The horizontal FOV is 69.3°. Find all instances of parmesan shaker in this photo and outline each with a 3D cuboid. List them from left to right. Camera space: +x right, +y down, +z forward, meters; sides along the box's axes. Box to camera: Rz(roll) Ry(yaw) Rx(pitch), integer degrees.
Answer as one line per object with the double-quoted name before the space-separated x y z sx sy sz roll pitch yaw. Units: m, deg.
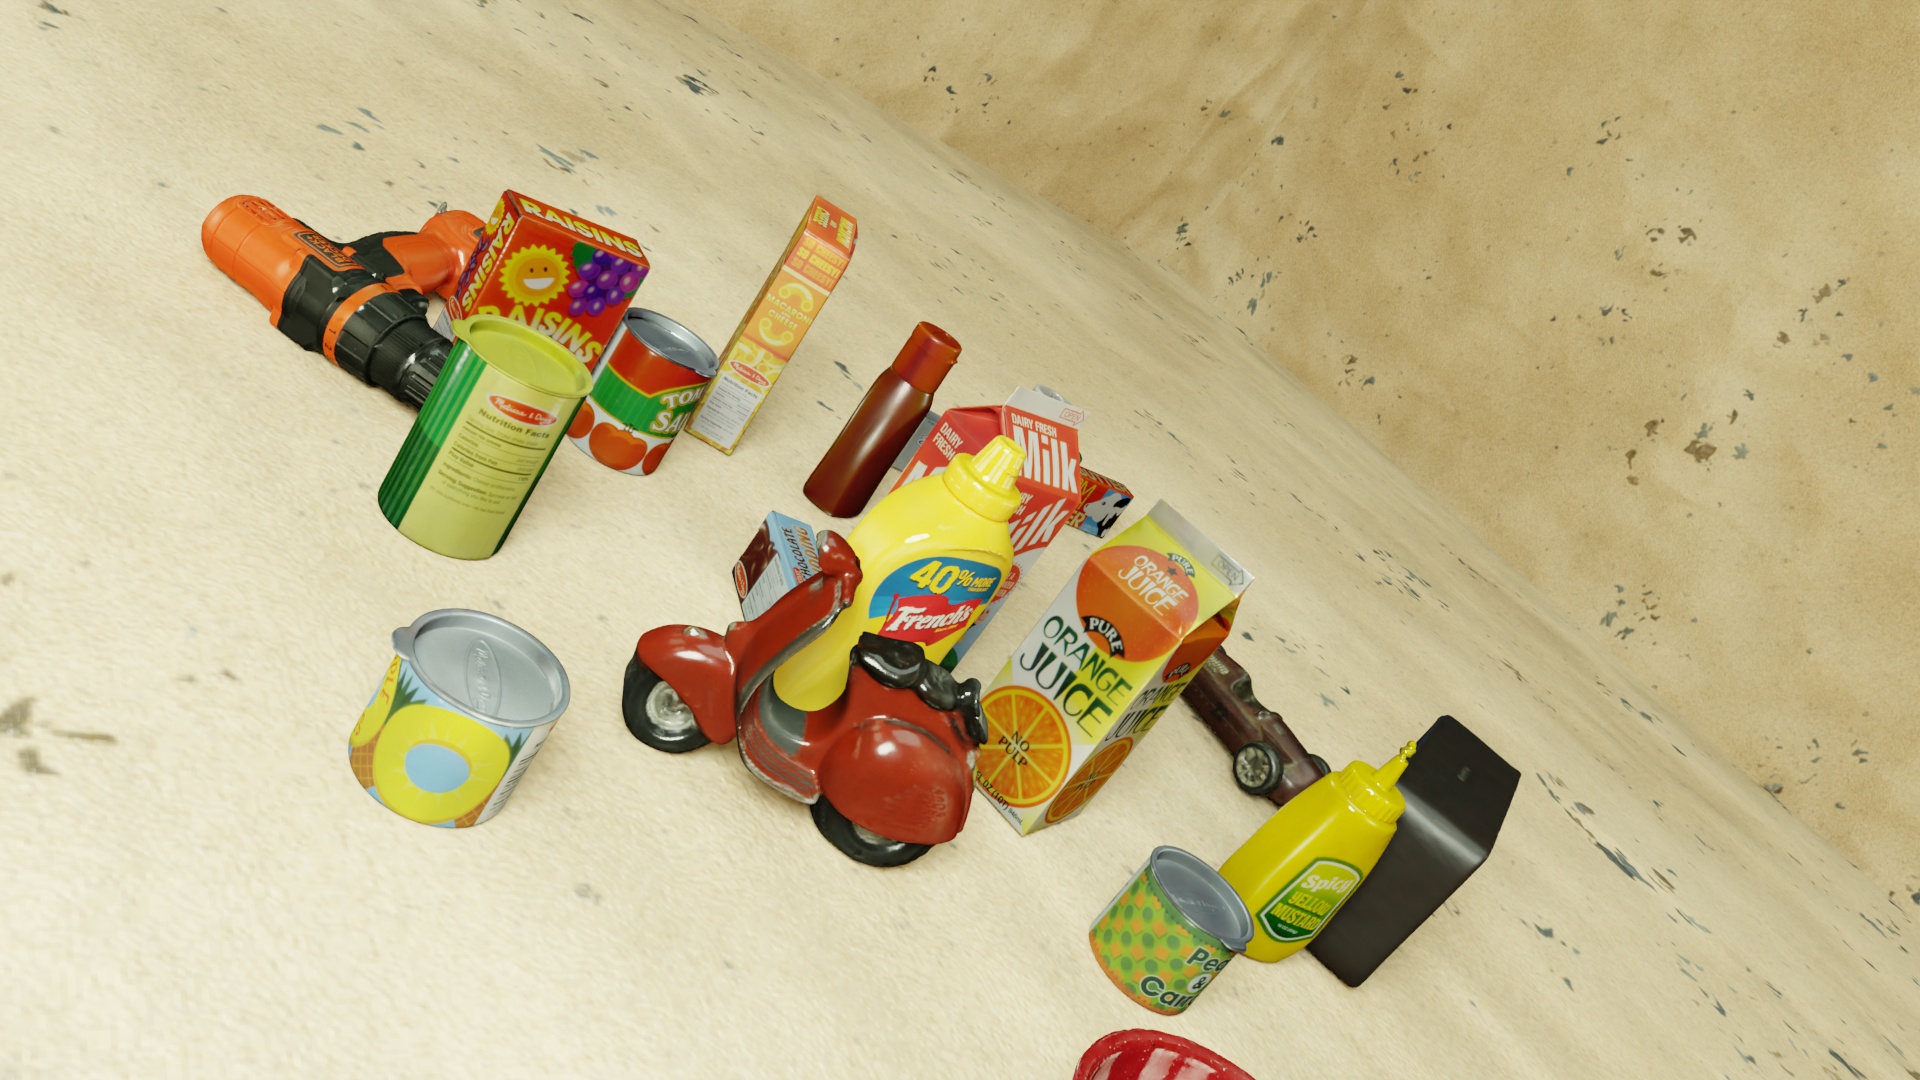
"parmesan shaker" -0.236 -0.051 0.680 0.071 0.102 0.071 31 20 -13

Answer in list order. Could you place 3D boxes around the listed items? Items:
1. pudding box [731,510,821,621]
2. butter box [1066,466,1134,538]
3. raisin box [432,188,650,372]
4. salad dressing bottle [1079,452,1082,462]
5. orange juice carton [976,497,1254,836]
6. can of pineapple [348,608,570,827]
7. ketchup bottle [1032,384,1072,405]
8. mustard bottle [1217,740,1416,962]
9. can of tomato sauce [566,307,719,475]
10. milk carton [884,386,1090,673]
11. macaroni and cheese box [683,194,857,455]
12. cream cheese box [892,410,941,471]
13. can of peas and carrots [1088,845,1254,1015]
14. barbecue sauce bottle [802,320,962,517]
"pudding box" -0.102 0.026 0.800 0.030 0.049 0.084 23 23 -31
"butter box" 0.107 -0.041 1.284 0.103 0.053 0.024 20 25 -36
"raisin box" -0.250 -0.132 0.812 0.086 0.123 0.040 17 26 -42
"salad dressing bottle" 0.026 -0.009 0.942 0.064 0.147 0.044 41 20 16
"orange juice carton" 0.081 0.071 0.785 0.072 0.192 0.073 45 21 24
"can of pineapple" -0.197 0.068 0.541 0.071 0.057 0.071 31 20 -13
"ketchup bottle" 0.030 -0.046 1.031 0.043 0.148 0.065 33 19 -6
"mustard bottle" 0.210 0.175 0.804 0.065 0.159 0.049 25 22 -27
"can of tomato sauce" -0.197 -0.091 0.862 0.071 0.083 0.071 31 20 -13
"milk carton" 0.003 -0.011 0.846 0.072 0.190 0.074 13 29 -47
"macaroni and cheese box" -0.132 -0.156 0.992 0.040 0.166 0.124 30 20 -15
"cream cheese box" -0.004 -0.067 1.164 0.104 0.053 0.024 24 22 -29
"can of peas and carrots" 0.111 0.205 0.726 0.071 0.058 0.071 31 20 -13
"barbecue sauce bottle" -0.053 -0.085 0.986 0.044 0.148 0.065 39 20 9
